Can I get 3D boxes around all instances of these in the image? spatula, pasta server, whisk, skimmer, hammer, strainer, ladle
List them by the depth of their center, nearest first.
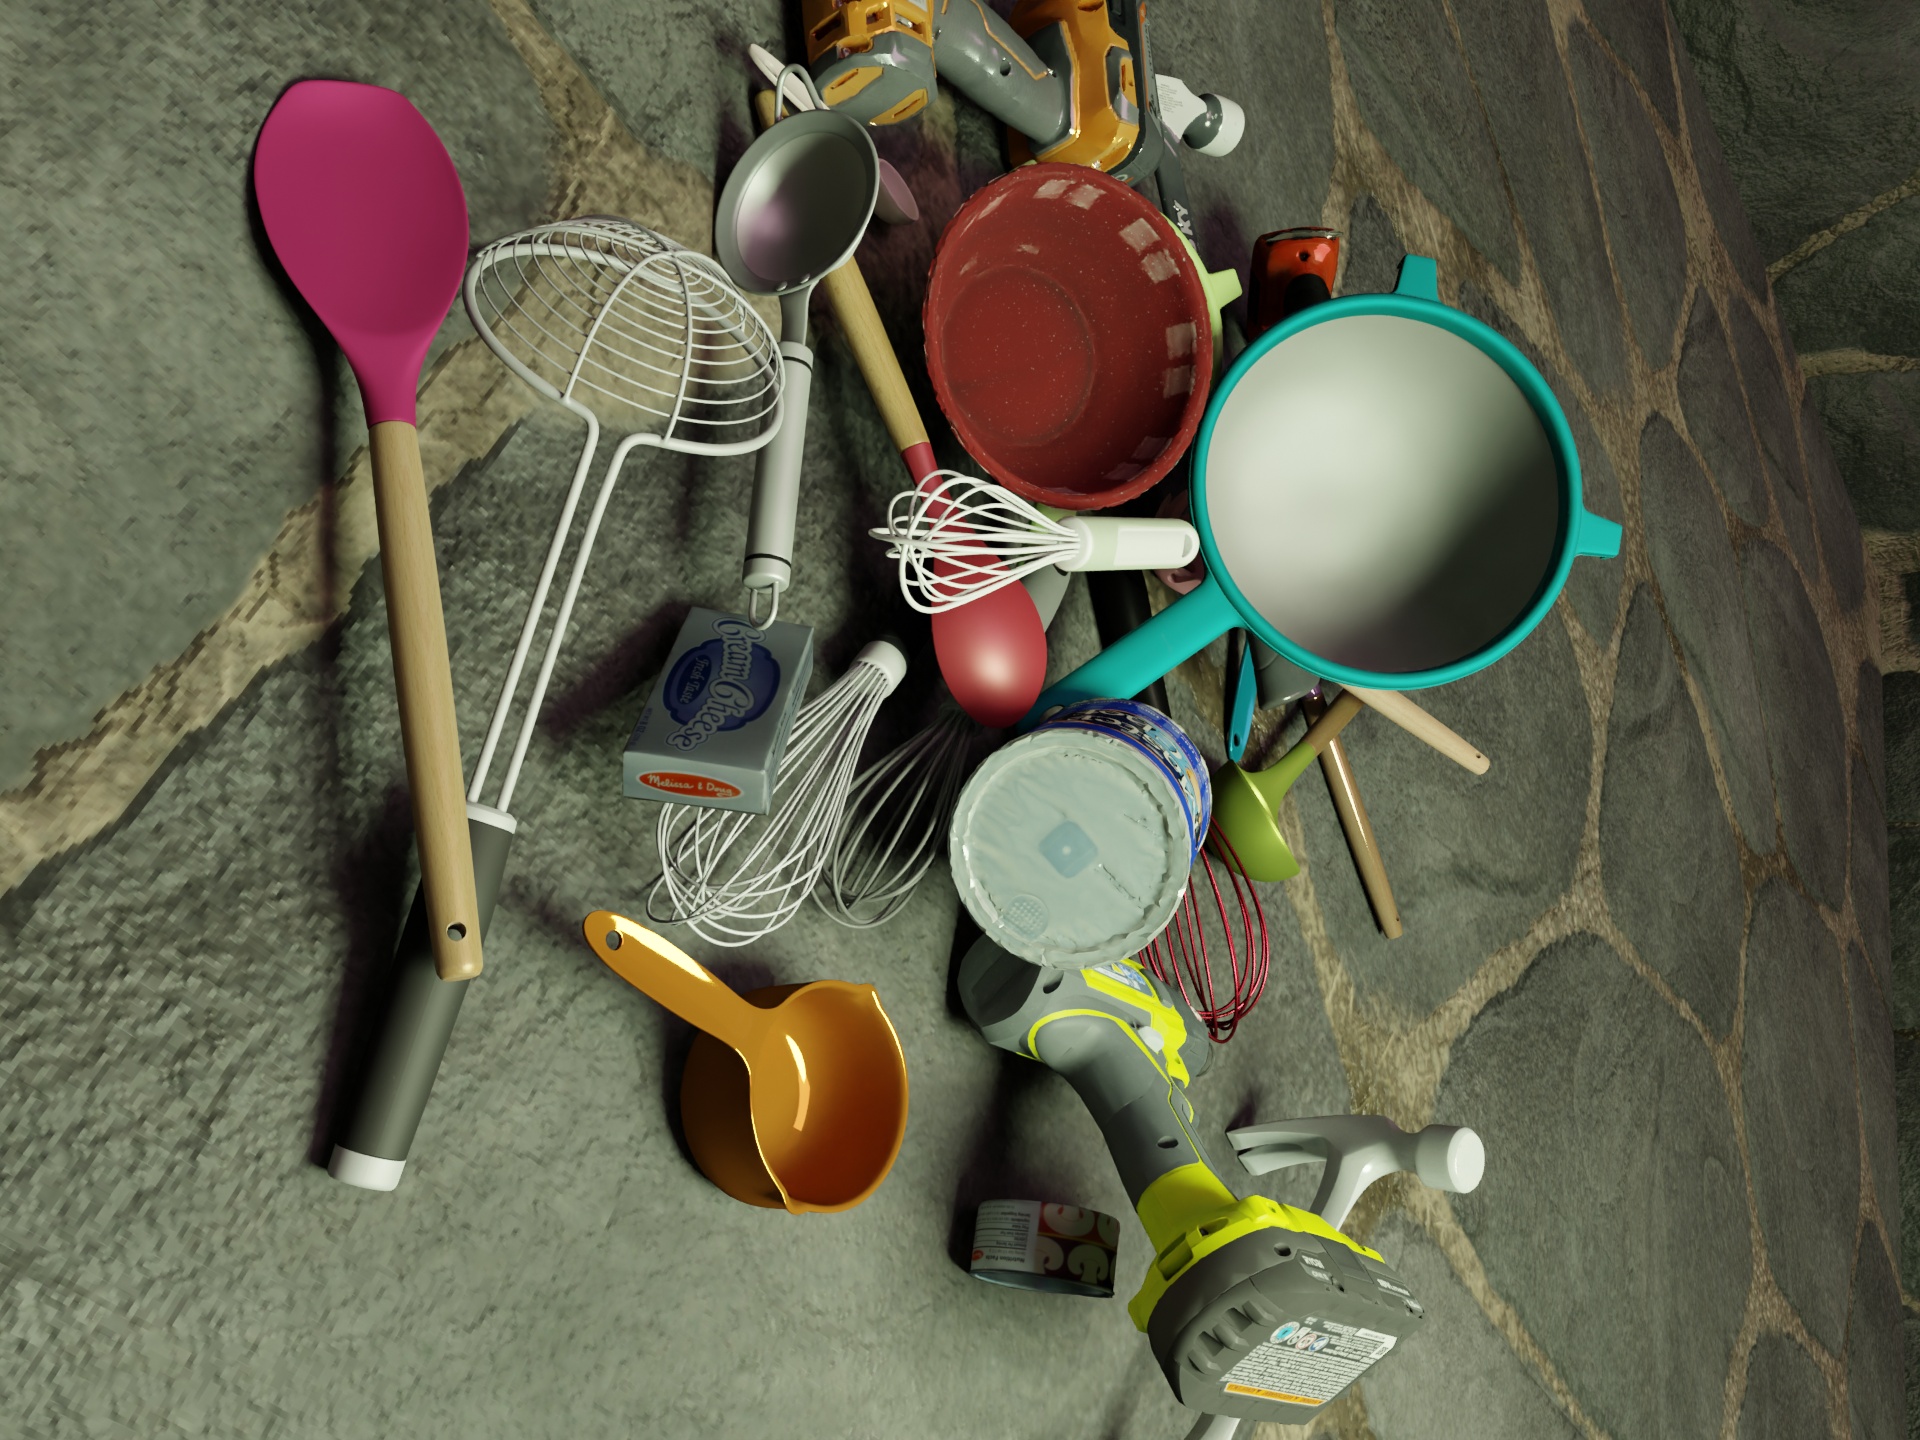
[{"bbox_3d":[-0.156,-0.021,0.570,0.127,0.090,0.363,20,75,-21],"label":"skimmer"},{"bbox_3d":[-0.071,-0.157,0.672,0.050,0.087,0.259,32,56,-54],"label":"strainer"},{"bbox_3d":[-0.048,-0.005,0.685,0.070,0.070,0.285,61,37,-21],"label":"whisk"},{"bbox_3d":[0.045,-0.079,0.709,0.246,0.059,0.058,-9,109,-55],"label":"whisk"},{"bbox_3d":[-0.030,-0.147,0.724,0.069,0.031,0.315,-17,82,-46],"label":"ladle"},{"bbox_3d":[-0.002,-0.003,0.734,0.055,0.055,0.239,53,49,-28],"label":"whisk"},{"bbox_3d":[0.116,0.348,0.771,0.405,0.144,0.035,-48,116,-36],"label":"hammer"},{"bbox_3d":[0.047,-0.150,0.843,0.151,0.069,0.256,18,85,-28],"label":"strainer"},{"bbox_3d":[0.167,-0.081,0.864,0.340,0.095,0.211,-34,88,-6],"label":"strainer"},{"bbox_3d":[0.113,0.031,0.880,0.073,0.073,0.296,0,75,-51],"label":"whisk"},{"bbox_3d":[0.150,-0.205,0.951,0.149,0.036,0.409,0,74,-41],"label":"hammer"},{"bbox_3d":[0.231,-0.044,1.000,0.316,0.040,0.060,30,56,-24],"label":"pasta server"},{"bbox_3d":[0.242,0.004,1.025,0.320,0.062,0.078,-38,100,-45],"label":"ladle"},{"bbox_3d":[0.247,0.005,1.081,0.060,0.018,0.316,-34,107,-50],"label":"spatula"}]

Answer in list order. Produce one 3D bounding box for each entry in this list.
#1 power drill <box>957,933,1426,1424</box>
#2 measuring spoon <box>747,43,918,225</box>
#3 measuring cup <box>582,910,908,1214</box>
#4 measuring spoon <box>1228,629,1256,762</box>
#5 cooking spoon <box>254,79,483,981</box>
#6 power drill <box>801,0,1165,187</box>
[{"bbox_3d":[0.105,0.197,0.728,0.171,0.080,0.223,30,19,-42],"label":"power drill"},{"bbox_3d":[-0.063,-0.277,0.760,0.124,0.018,0.034,32,37,-46],"label":"measuring spoon"},{"bbox_3d":[-0.092,0.122,0.602,0.173,0.052,0.095,45,49,-33],"label":"measuring cup"},{"bbox_3d":[0.176,-0.035,1.009,0.042,0.021,0.129,24,72,-45],"label":"measuring spoon"},{"bbox_3d":[-0.186,-0.072,0.526,0.068,0.017,0.319,-5,75,-27],"label":"cooking spoon"},{"bbox_3d":[0.005,-0.382,0.833,0.226,0.084,0.185,4,76,-46],"label":"power drill"}]
